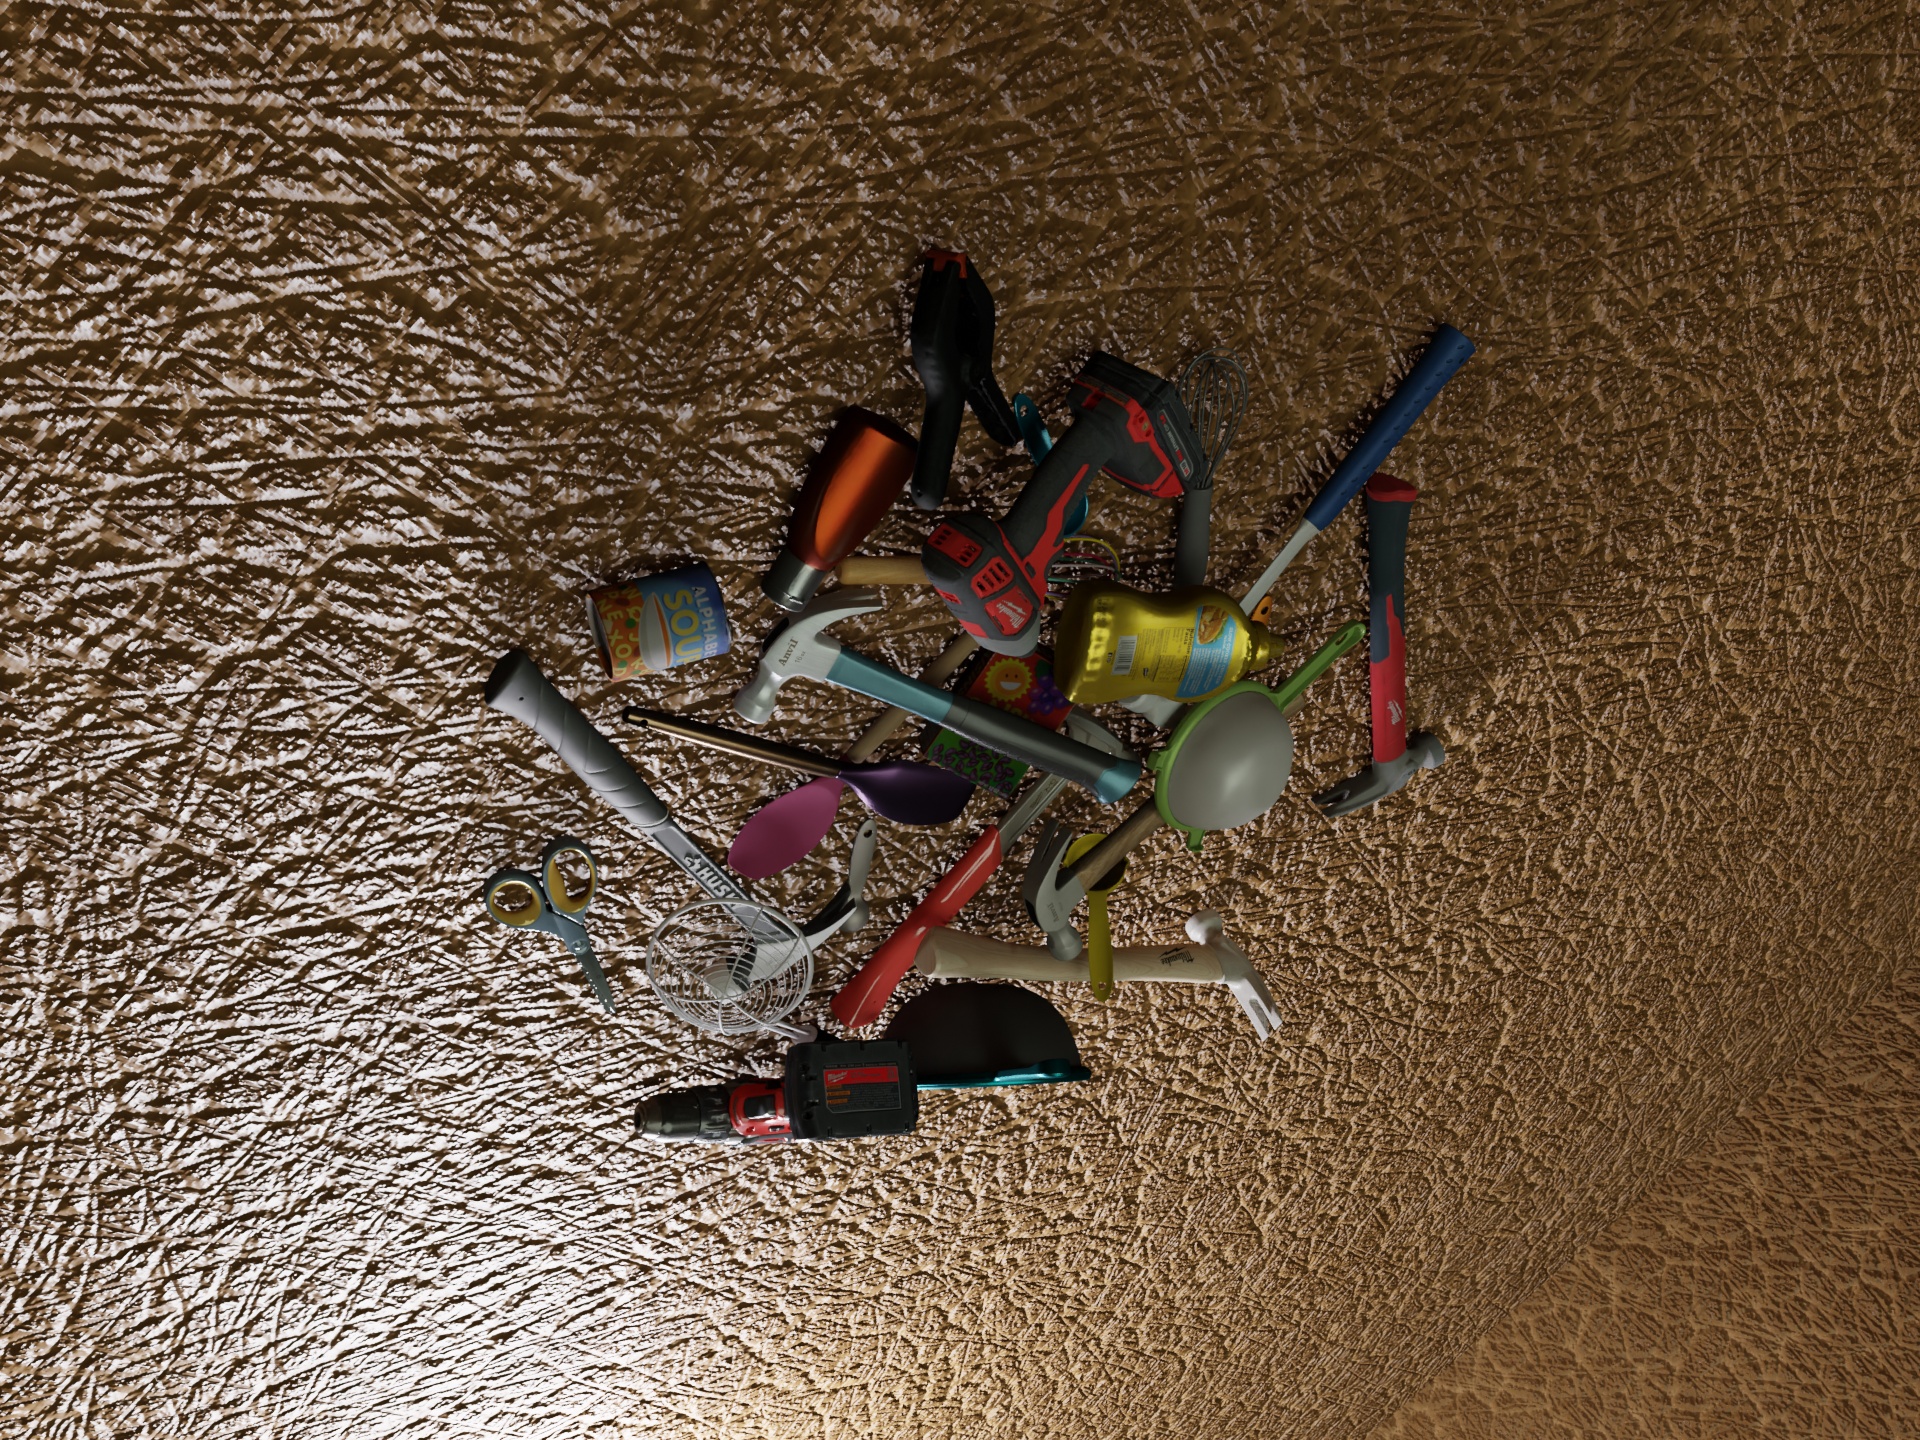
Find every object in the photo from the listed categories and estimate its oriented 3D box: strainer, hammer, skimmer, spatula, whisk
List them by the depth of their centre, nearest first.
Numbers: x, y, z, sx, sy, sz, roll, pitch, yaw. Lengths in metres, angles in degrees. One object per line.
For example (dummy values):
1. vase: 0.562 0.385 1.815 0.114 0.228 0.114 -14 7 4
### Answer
1. hammer: -0.224 0.082 1.220 0.149 0.036 0.408 -30 134 5
2. whisk: 0.020 -0.112 1.222 0.245 0.051 0.047 -3 132 -27
3. hammer: -0.002 -0.004 1.242 0.330 0.033 0.128 22 112 -24
4. spatula: -0.121 0.034 1.249 0.315 0.018 0.059 18 114 -34
5. whisk: 0.193 -0.190 1.268 0.055 0.055 0.238 -19 137 -18
6. skimmer: -0.152 0.229 1.336 0.127 0.090 0.363 -15 160 6
7. hammer: 0.291 -0.156 1.345 0.405 0.035 0.144 -52 145 10
8. strainer: 0.283 0.009 1.399 0.256 0.069 0.151 -42 138 -10
9. hammer: 0.003 0.133 1.414 0.359 0.037 0.149 -49 135 10
10. strainer: 0.030 0.277 1.417 0.211 0.095 0.340 1 167 -15
11. hammer: 0.187 0.071 1.433 0.331 0.031 0.129 -39 131 -16
12. hammer: 0.133 0.235 1.489 0.410 0.146 0.038 8 129 -38
13. hammer: 0.389 -0.064 1.496 0.143 0.038 0.385 -26 135 -10

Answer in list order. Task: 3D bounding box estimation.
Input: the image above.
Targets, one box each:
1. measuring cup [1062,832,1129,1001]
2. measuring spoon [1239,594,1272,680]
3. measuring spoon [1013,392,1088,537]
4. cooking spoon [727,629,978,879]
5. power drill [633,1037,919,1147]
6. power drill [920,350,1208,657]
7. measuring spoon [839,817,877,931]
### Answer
1. measuring cup: 0.127 0.182 1.463 0.062 0.157 0.029 -3 162 4
2. measuring spoon: 0.264 -0.062 1.437 0.021 0.011 0.116 -9 129 -26
3. measuring spoon: 0.061 -0.194 1.202 0.042 0.021 0.128 -42 129 -18
4. cooking spoon: -0.070 0.013 1.283 0.319 0.017 0.068 -45 131 8
5. power drill: -0.161 0.333 1.382 0.187 0.080 0.226 6 160 -34
6. power drill: 0.075 -0.148 1.163 0.220 0.079 0.143 -48 142 -8
7. measuring spoon: -0.086 0.137 1.373 0.034 0.018 0.124 -7 127 -27
